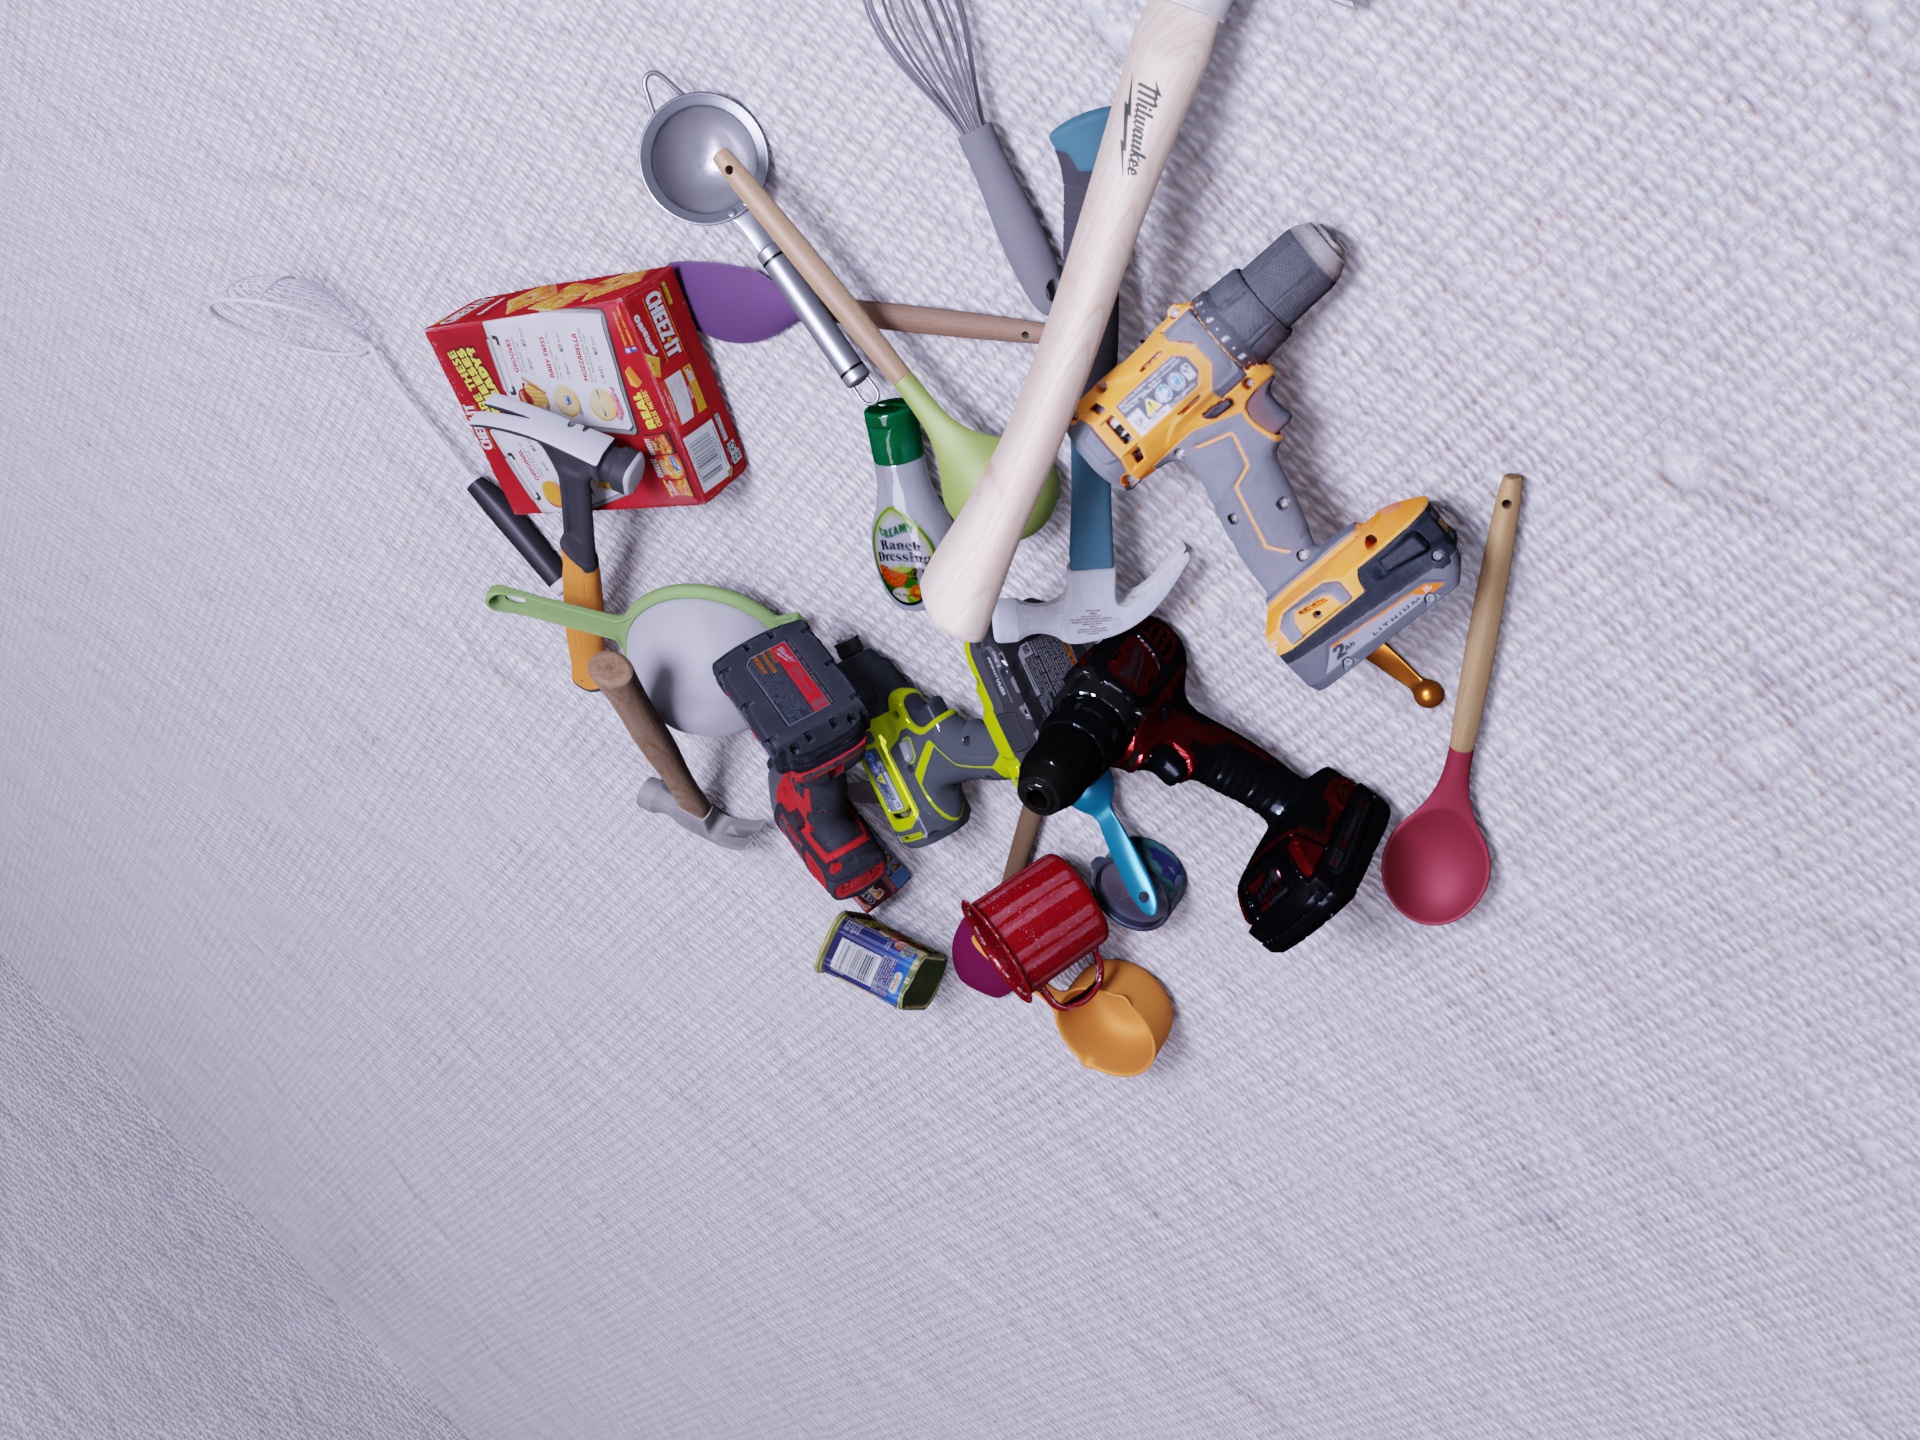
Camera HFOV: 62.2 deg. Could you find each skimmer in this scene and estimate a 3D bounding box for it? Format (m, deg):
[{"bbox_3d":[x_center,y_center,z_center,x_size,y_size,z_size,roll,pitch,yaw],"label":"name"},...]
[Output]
[{"bbox_3d":[-0.478,-0.233,1.352,0.363,0.090,0.127,50,167,-7],"label":"skimmer"}]

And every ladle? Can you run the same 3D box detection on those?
[{"bbox_3d":[0.314,-0.005,0.988,0.069,0.031,0.315,12,123,18],"label":"ladle"},{"bbox_3d":[-0.051,-0.248,1.052,0.078,0.062,0.320,-38,95,23],"label":"ladle"}]

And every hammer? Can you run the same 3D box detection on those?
[{"bbox_3d":[0.076,-0.231,0.894,0.146,0.038,0.410,28,110,21],"label":"hammer"},{"bbox_3d":[0.080,-0.204,0.987,0.128,0.033,0.330,-2,115,0],"label":"hammer"},{"bbox_3d":[-0.240,0.030,1.297,0.130,0.031,0.331,25,160,14],"label":"hammer"},{"bbox_3d":[-0.312,-0.124,1.276,0.127,0.034,0.336,23,149,4],"label":"hammer"}]

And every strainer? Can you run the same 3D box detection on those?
[{"bbox_3d":[-0.255,-0.048,1.259,0.256,0.069,0.151,15,139,-8],"label":"strainer"},{"bbox_3d":[-0.133,-0.319,1.071,0.087,0.050,0.258,-35,93,-1],"label":"strainer"}]

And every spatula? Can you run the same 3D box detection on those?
[{"bbox_3d":[-0.077,-0.277,1.088,0.316,0.018,0.059,14,129,29],"label":"spatula"}]

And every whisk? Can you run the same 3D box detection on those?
[{"bbox_3d":[0.007,-0.353,0.959,0.055,0.055,0.238,-11,115,40],"label":"whisk"}]

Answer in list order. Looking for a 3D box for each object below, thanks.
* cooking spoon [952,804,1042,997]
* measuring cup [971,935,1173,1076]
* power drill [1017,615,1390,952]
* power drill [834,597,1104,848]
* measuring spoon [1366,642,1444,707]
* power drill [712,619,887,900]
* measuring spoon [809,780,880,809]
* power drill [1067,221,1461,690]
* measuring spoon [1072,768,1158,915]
[{"bbox_3d":[0.045,0.113,1.261,0.069,0.017,0.318,24,130,12],"label":"cooking spoon"},{"bbox_3d":[0.091,0.210,1.273,0.174,0.052,0.095,34,133,15],"label":"measuring cup"},{"bbox_3d":[0.151,0.048,1.031,0.226,0.188,0.080,39,135,1],"label":"power drill"},{"bbox_3d":[-0.002,-0.004,1.169,0.223,0.080,0.171,-18,100,49],"label":"power drill"},{"bbox_3d":[0.257,-0.046,1.009,0.117,0.011,0.021,40,134,6],"label":"measuring spoon"},{"bbox_3d":[-0.120,0.032,1.227,0.143,0.078,0.219,52,161,32],"label":"power drill"},{"bbox_3d":[-0.079,0.057,1.319,0.124,0.018,0.034,-3,106,29],"label":"measuring spoon"},{"bbox_3d":[0.196,-0.154,0.923,0.185,0.084,0.226,-41,91,23],"label":"power drill"},{"bbox_3d":[0.109,0.085,1.161,0.042,0.021,0.129,-36,71,30],"label":"measuring spoon"}]
